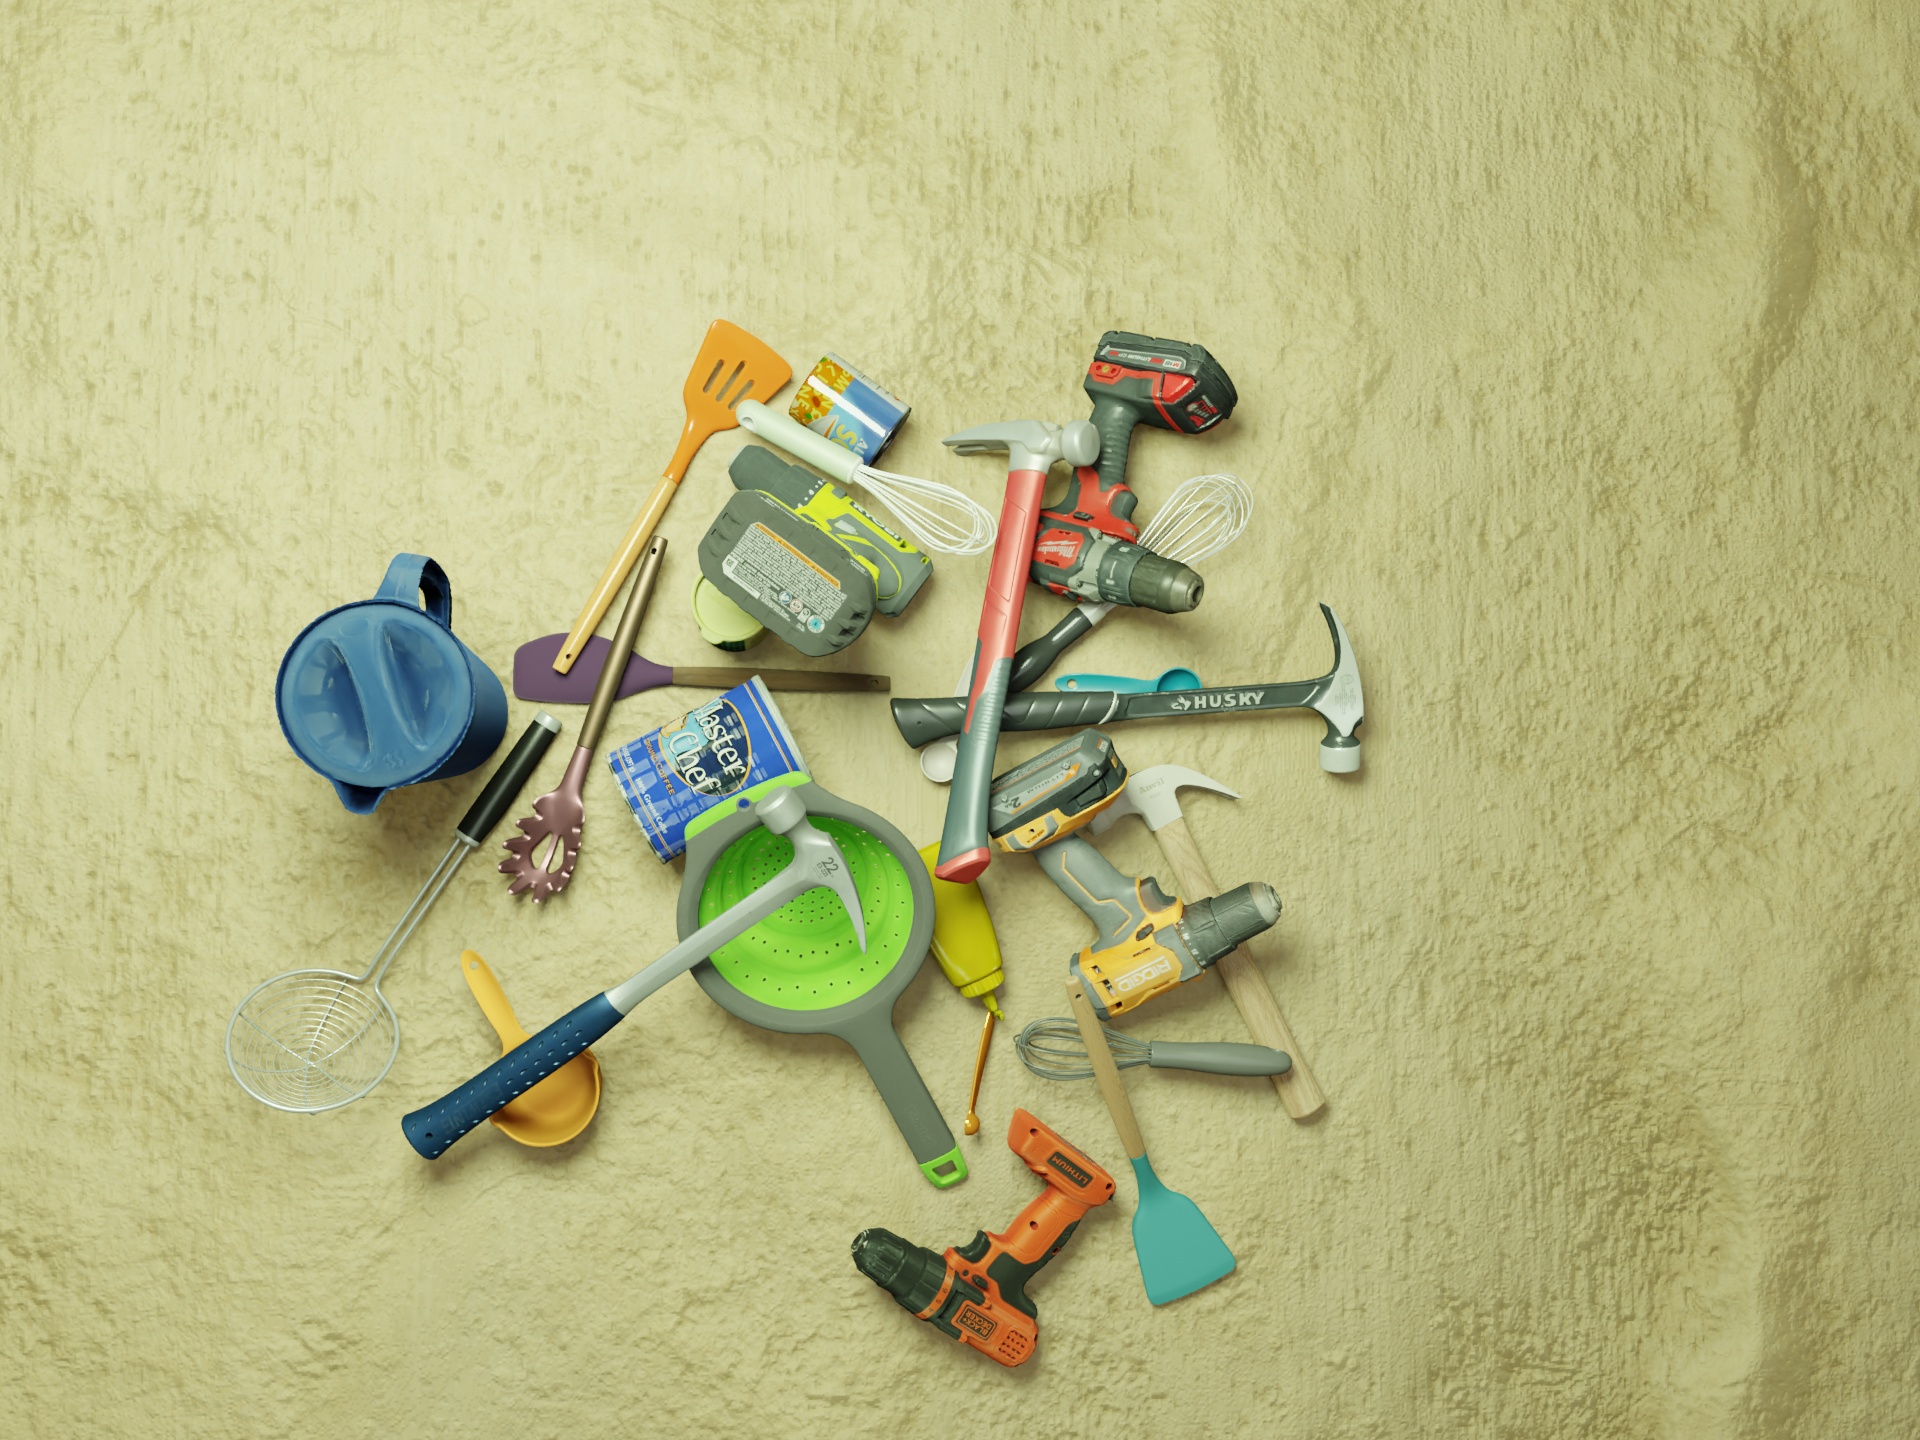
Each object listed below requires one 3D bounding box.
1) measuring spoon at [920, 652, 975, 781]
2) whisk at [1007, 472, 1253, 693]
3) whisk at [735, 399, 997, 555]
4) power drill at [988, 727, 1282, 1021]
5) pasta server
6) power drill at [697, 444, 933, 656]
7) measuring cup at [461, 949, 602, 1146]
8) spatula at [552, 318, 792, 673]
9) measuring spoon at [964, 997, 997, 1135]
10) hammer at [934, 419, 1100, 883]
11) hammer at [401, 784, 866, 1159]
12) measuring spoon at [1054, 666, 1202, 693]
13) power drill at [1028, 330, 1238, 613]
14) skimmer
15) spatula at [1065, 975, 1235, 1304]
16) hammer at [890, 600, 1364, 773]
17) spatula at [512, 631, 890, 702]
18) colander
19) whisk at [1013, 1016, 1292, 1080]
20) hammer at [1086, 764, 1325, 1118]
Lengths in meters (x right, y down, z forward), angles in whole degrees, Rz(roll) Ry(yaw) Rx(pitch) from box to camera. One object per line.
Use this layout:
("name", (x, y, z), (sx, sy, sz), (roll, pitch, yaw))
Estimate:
("measuring spoon", (-0.002, -0.004, 1.373), (0.034, 0.018, 0.124), (23, 78, -5))
("whisk", (0.137, -0.116, 1.375), (0.284, 0.070, 0.070), (-40, 92, -2))
("whisk", (-0.079, -0.203, 1.308), (0.246, 0.057, 0.059), (29, 53, 10))
("power drill", (0.140, 0.120, 1.316), (0.185, 0.084, 0.226), (-29, 99, 18))
("pasta server", (-0.302, -0.003, 1.310), (0.060, 0.040, 0.316), (20, 90, 1))
("power drill", (-0.124, -0.142, 1.261), (0.190, 0.228, 0.080), (37, 107, -3))
("measuring cup", (-0.357, 0.261, 1.297), (0.095, 0.052, 0.173), (-30, 89, -7))
("spatula", (-0.253, -0.181, 1.330), (0.081, 0.041, 0.322), (32, 82, -26))
("measuring spoon", (0.021, 0.294, 1.349), (0.011, 0.021, 0.117), (7, 77, 20))
("hammer", (0.016, -0.060, 1.303), (0.143, 0.038, 0.386), (3, 77, 36))
("hammer", (-0.255, 0.218, 1.233), (0.405, 0.035, 0.144), (-35, 108, 5))
("measuring spoon", (0.147, -0.030, 1.392), (0.128, 0.021, 0.042), (4, 101, 2))
("power drill", (0.150, -0.199, 1.327), (0.188, 0.080, 0.227), (21, 83, 36))
("skimmer", (-0.438, 0.143, 1.270), (0.127, 0.090, 0.363), (33, 83, 5))
("spatula", (0.145, 0.347, 1.328), (0.082, 0.044, 0.317), (-23, 112, -4))
("hammer", (0.145, -0.017, 1.355), (0.409, 0.036, 0.149), (-4, 104, -6))
("spatula", (-0.217, -0.039, 1.344), (0.316, 0.018, 0.060), (3, 88, -6))
("colander", (-0.092, 0.213, 1.321), (0.204, 0.095, 0.396), (-26, 109, 1))
("whisk", (0.163, 0.282, 1.348), (0.239, 0.055, 0.055), (4, 87, -2))
("hammer", (0.232, 0.190, 1.381), (0.130, 0.031, 0.331), (-27, 91, -7))
